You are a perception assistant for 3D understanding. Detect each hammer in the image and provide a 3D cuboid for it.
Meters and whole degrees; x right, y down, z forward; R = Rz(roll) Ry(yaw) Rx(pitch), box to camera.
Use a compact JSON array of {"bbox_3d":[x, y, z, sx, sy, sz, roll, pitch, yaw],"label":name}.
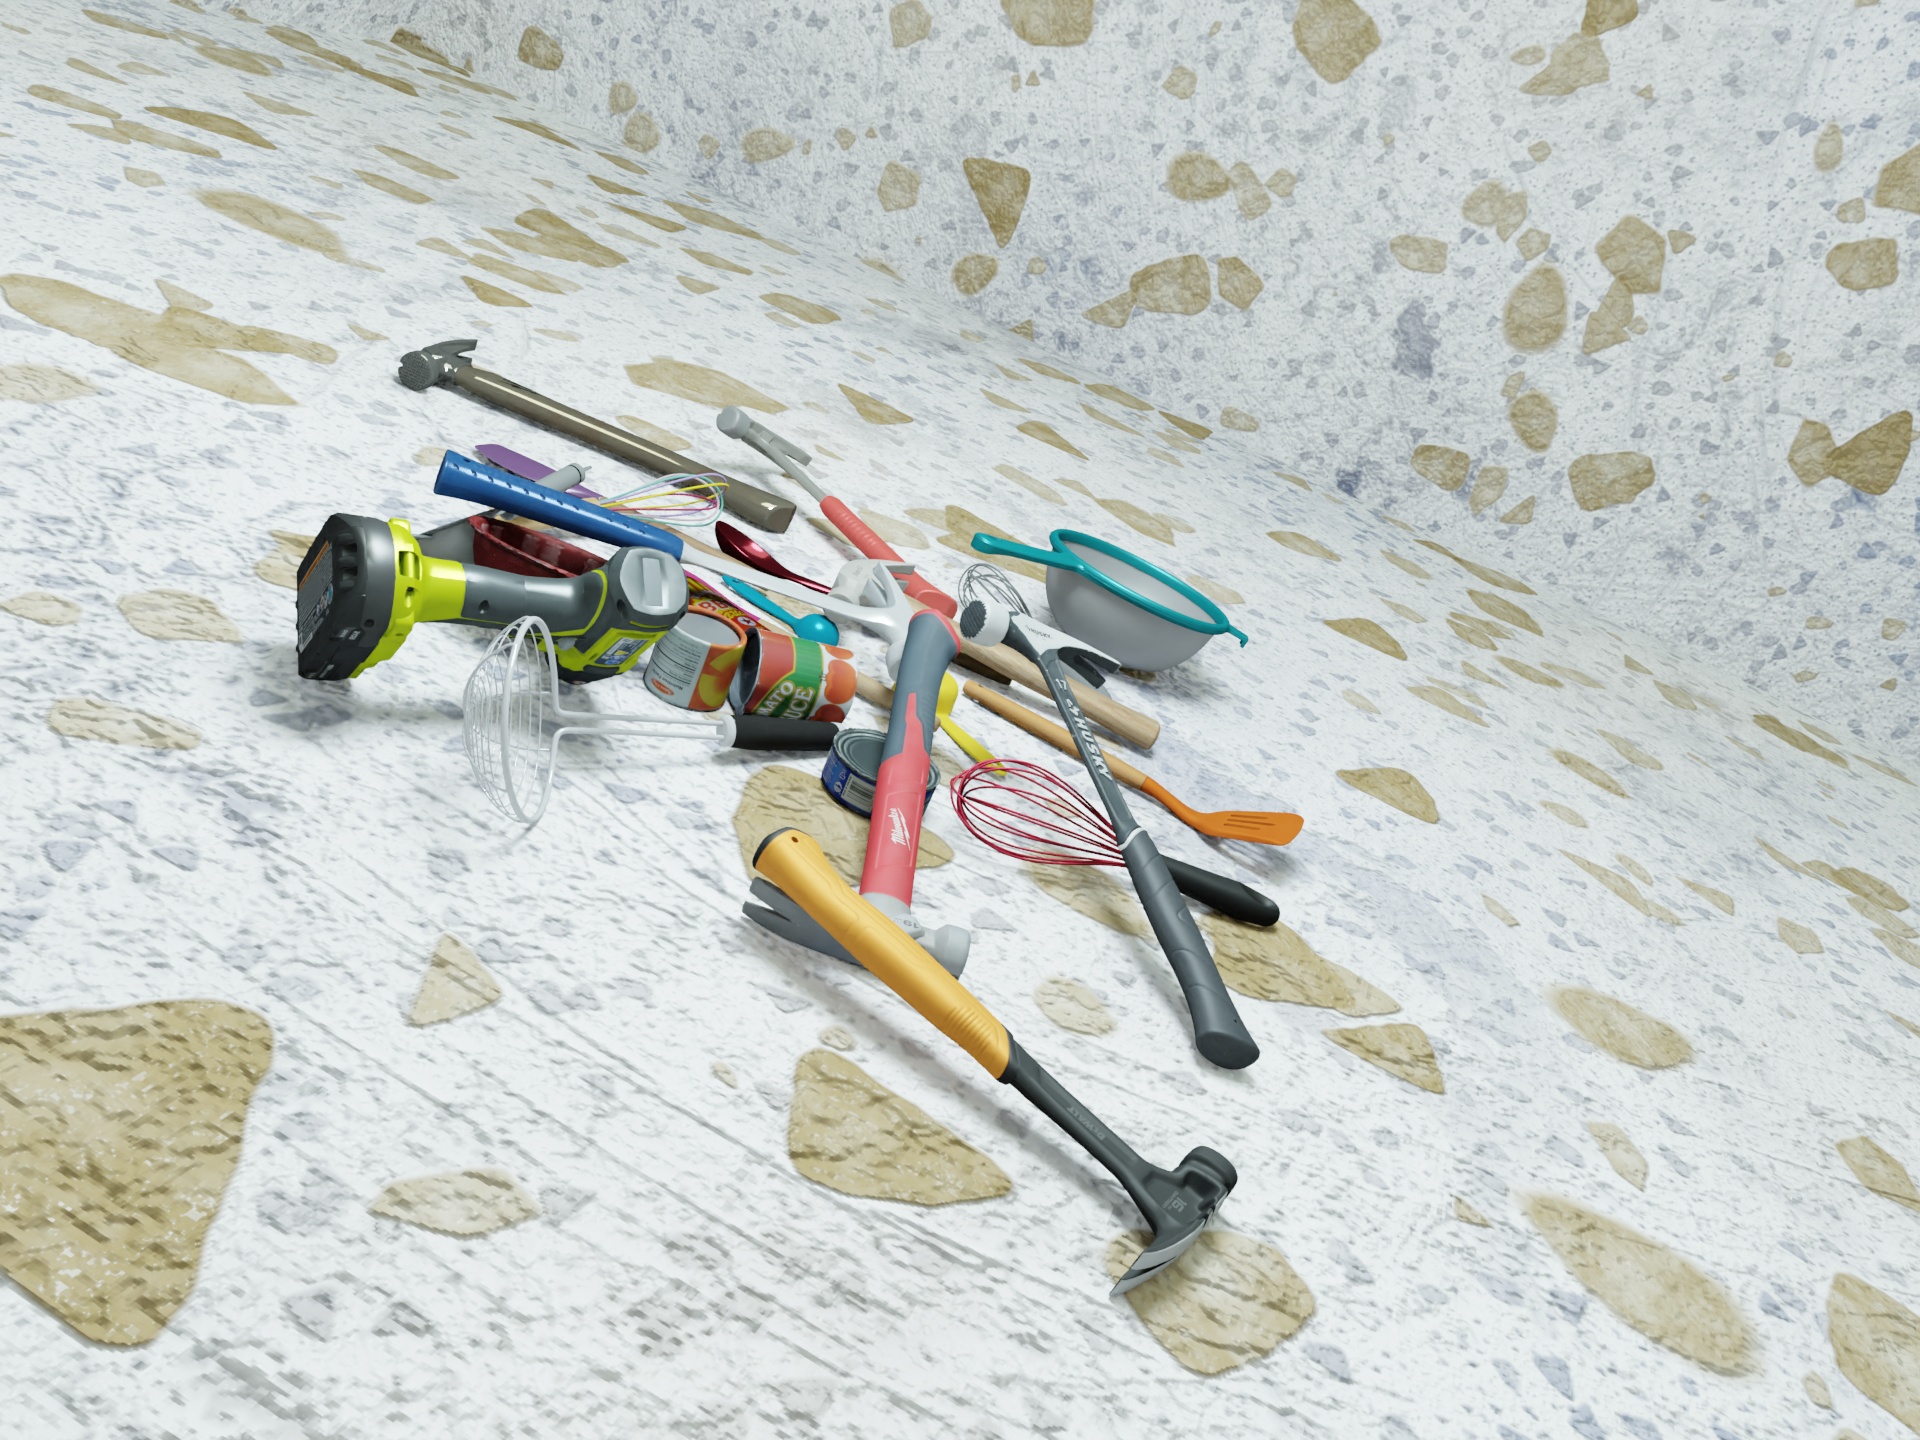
[{"bbox_3d":[-0.217,-0.135,1.284,0.405,0.035,0.144,18,31,-23],"label":"hammer"},{"bbox_3d":[0.035,-0.060,1.475,0.331,0.031,0.130,27,28,-4],"label":"hammer"},{"bbox_3d":[-0.054,0.028,1.136,0.143,0.038,0.387,19,34,-9],"label":"hammer"},{"bbox_3d":[0.121,0.074,1.165,0.149,0.036,0.409,16,39,-39],"label":"hammer"},{"bbox_3d":[-0.116,-0.206,1.658,0.359,0.036,0.149,45,10,33],"label":"hammer"},{"bbox_3d":[-0.360,-0.294,1.643,0.410,0.038,0.146,24,21,-1],"label":"hammer"},{"bbox_3d":[0.002,0.178,0.907,0.337,0.034,0.127,40,26,18],"label":"hammer"}]

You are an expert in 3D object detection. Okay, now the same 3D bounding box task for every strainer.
[{"bbox_3d":[-0.374,-0.170,1.306,0.050,0.087,0.258,65,30,-15],"label":"strainer"},{"bbox_3d":[0.123,-0.119,1.627,0.340,0.095,0.211,9,25,-43],"label":"strainer"}]

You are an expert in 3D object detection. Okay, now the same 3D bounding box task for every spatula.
[{"bbox_3d":[-0.315,-0.192,1.482,0.316,0.018,0.060,26,18,9],"label":"spatula"},{"bbox_3d":[0.144,0.036,1.397,0.323,0.041,0.081,29,24,14],"label":"spatula"}]

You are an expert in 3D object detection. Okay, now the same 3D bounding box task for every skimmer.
[{"bbox_3d":[-0.184,0.006,1.079,0.090,0.127,0.363,-1,-3,39],"label":"skimmer"}]

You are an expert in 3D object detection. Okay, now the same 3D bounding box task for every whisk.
[{"bbox_3d":[0.073,-0.080,1.584,0.055,0.055,0.239,-1,37,-45],"label":"whisk"},{"bbox_3d":[0.123,0.100,1.219,0.295,0.073,0.073,23,22,-18],"label":"whisk"},{"bbox_3d":[-0.311,-0.190,1.429,0.245,0.051,0.047,-16,25,-42],"label":"whisk"}]

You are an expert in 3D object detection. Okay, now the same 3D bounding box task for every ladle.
[{"bbox_3d":[-0.093,-0.106,1.498,0.315,0.031,0.069,26,14,0],"label":"ladle"}]

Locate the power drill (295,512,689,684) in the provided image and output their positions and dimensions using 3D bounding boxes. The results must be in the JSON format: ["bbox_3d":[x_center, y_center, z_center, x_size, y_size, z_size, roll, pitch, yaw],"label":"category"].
[{"bbox_3d":[-0.316,-0.068,1.060,0.223,0.171,0.080,4,70,-34],"label":"power drill"}]

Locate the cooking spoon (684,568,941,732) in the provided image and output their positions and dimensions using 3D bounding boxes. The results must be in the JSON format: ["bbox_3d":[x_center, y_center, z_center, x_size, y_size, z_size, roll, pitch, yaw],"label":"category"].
[{"bbox_3d":[-0.153,-0.070,1.369,0.319,0.017,0.069,29,24,14],"label":"cooking spoon"}]

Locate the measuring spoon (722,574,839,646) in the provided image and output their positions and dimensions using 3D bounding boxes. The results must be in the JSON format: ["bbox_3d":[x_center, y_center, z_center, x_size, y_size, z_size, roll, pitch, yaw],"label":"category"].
[{"bbox_3d":[-0.162,-0.106,1.434,0.129,0.021,0.042,32,24,15],"label":"measuring spoon"}]

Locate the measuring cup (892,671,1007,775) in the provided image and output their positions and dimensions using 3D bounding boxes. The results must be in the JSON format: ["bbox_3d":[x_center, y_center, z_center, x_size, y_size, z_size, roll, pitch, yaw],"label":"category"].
[{"bbox_3d":[-0.002,-0.004,1.355,0.062,0.029,0.157,3,29,-40],"label":"measuring cup"}]
